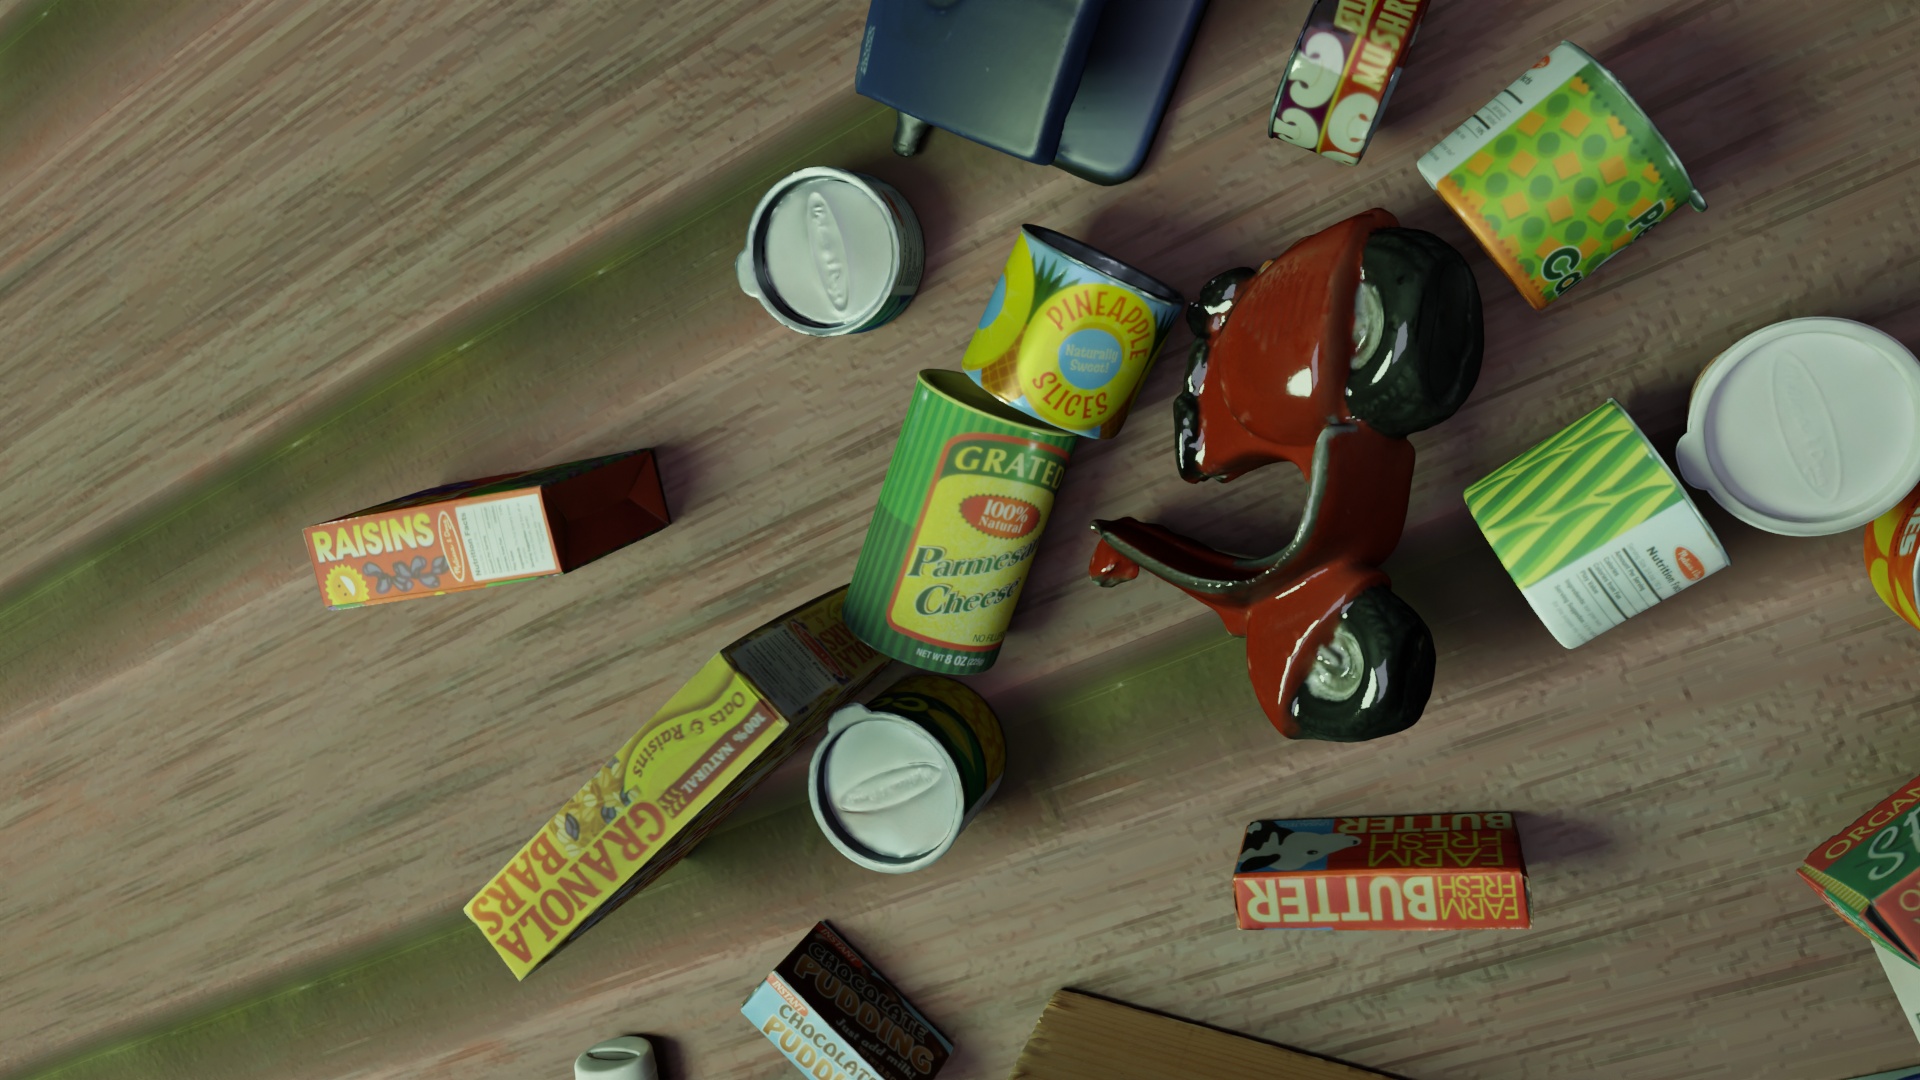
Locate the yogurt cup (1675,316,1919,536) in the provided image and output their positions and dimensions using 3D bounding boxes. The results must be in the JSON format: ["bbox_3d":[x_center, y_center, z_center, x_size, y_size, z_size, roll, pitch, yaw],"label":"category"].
[{"bbox_3d":[0.269,-0.039,0.450,0.072,0.054,0.072,3,101,18],"label":"yogurt cup"}]

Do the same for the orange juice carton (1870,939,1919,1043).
[{"bbox_3d":[0.388,0.109,0.425,0.192,0.073,0.072,-27,91,21],"label":"orange juice carton"}]

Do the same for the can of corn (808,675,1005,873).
[{"bbox_3d":[-0.021,0.092,0.569,0.071,0.058,0.071,3,101,18],"label":"can of corn"}]

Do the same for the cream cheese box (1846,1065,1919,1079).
[{"bbox_3d":[0.341,0.199,0.468,0.103,0.053,0.024,-22,90,21],"label":"cream cheese box"}]

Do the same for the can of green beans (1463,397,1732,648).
[{"bbox_3d":[0.213,-0.005,0.469,0.057,0.071,0.071,-35,88,22],"label":"can of green beans"}]

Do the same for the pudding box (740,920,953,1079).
[{"bbox_3d":[-0.048,0.213,0.605,0.084,0.050,0.030,42,112,8],"label":"pudding box"}]

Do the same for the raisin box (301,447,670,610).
[{"bbox_3d":[-0.202,-0.005,0.599,0.123,0.086,0.040,-8,102,20],"label":"raisin box"}]

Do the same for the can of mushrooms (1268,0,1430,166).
[{"bbox_3d":[0.132,-0.163,0.466,0.033,0.071,0.070,25,107,11],"label":"can of mushrooms"}]

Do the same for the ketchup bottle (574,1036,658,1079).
[{"bbox_3d":[-0.152,0.313,0.661,0.064,0.043,0.148,-6,97,20],"label":"ketchup bottle"}]

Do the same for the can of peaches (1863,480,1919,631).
[{"bbox_3d":[0.327,0.004,0.436,0.071,0.058,0.071,4,101,19],"label":"can of peaches"}]

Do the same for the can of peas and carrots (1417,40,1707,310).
[{"bbox_3d":[0.195,-0.116,0.455,0.058,0.071,0.071,-39,86,22],"label":"can of peas and carrots"}]

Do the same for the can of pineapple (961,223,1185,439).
[{"bbox_3d":[0.041,-0.077,0.513,0.071,0.071,0.057,29,109,12],"label":"can of pineapple"}]

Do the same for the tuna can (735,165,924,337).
[{"bbox_3d":[-0.052,-0.115,0.557,0.071,0.033,0.071,3,100,18],"label":"tuna can"}]

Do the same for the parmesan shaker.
[{"bbox_3d":[0.002,-0.007,0.542,0.071,0.071,0.102,23,107,14],"label":"parmesan shaker"}]

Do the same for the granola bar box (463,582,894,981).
[{"bbox_3d":[-0.107,0.092,0.563,0.165,0.124,0.039,-44,84,20],"label":"granola bar box"}]

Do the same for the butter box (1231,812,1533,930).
[{"bbox_3d":[0.156,0.123,0.518,0.103,0.053,0.024,-6,100,20],"label":"butter box"}]

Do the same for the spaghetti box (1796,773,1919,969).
[{"bbox_3d":[0.365,0.037,0.407,0.250,0.050,0.029,-41,85,8],"label":"spaghetti box"}]
